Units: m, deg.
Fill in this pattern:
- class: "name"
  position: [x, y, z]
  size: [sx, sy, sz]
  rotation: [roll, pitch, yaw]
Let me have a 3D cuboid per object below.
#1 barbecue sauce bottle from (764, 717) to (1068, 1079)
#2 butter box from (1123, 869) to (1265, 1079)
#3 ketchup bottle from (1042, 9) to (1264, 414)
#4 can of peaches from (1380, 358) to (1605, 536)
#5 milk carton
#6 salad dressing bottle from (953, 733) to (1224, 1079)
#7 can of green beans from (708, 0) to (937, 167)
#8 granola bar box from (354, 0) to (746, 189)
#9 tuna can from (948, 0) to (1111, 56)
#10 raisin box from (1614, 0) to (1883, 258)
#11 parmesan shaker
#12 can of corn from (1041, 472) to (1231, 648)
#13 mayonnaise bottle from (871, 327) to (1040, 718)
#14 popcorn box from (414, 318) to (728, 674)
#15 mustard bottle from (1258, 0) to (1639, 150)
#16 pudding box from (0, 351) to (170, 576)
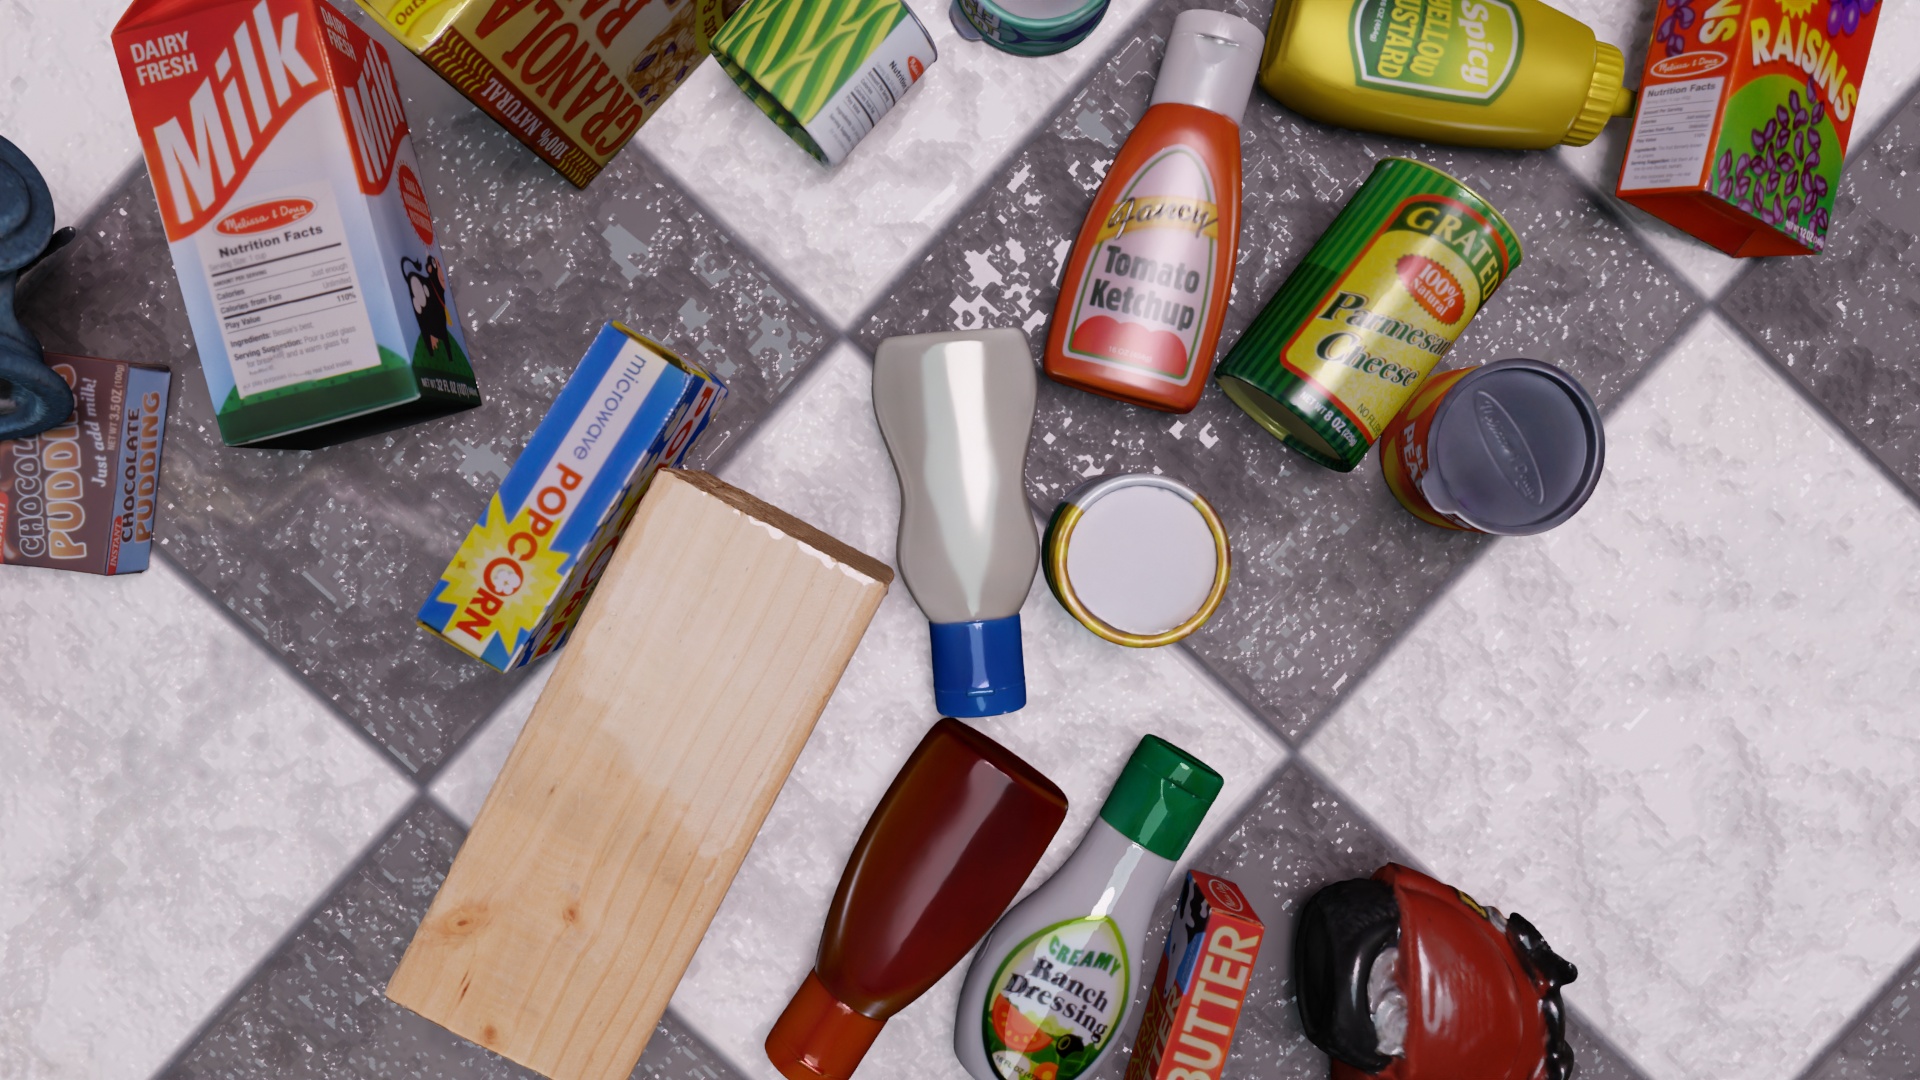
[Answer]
- class: "barbecue sauce bottle"
  position: [-0.022, 0.146, 0.546]
  size: [0.065, 0.043, 0.148]
  rotation: [33, 91, -2]
- class: "butter box"
  position: [0.089, 0.187, 0.545]
  size: [0.024, 0.053, 0.103]
  rotation: [17, 91, 0]
- class: "ketchup bottle"
  position: [0.080, -0.127, 0.539]
  size: [0.065, 0.043, 0.148]
  rotation: [16, 91, 4]
- class: "can of peaches"
  position: [0.201, -0.035, 0.538]
  size: [0.071, 0.058, 0.071]
  rotation: [0, 93, -1]
- class: "milk carton"
  position: [-0.248, -0.134, 0.517]
  size: [0.073, 0.072, 0.190]
  rotation: [-14, 93, -1]
- class: "salad dressing bottle"
  position: [0.052, 0.148, 0.547]
  size: [0.064, 0.044, 0.147]
  rotation: [29, 91, -5]
- class: "can of green beans"
  position: [-0.052, -0.184, 0.523]
  size: [0.071, 0.071, 0.058]
  rotation: [43, 91, -2]
- class: "granola bar box"
  position: [-0.124, -0.194, 0.471]
  size: [0.039, 0.165, 0.124]
  rotation: [43, 91, 0]
- class: "tuna can"
  position: [0.027, -0.224, 0.540]
  size: [0.071, 0.033, 0.071]
  rotation: [0, 92, -2]
- class: "raisin box"
  position: [0.303, -0.179, 0.530]
  size: [0.086, 0.040, 0.123]
  rotation: [12, 92, -31]
- class: "parmesan shaker"
  position: [0.157, -0.083, 0.532]
  size: [0.071, 0.071, 0.103]
  rotation: [38, 91, -2]
- class: "can of corn"
  position: [0.067, 0.009, 0.536]
  size: [0.071, 0.058, 0.071]
  rotation: [0, 92, -1]
- class: "mayonnaise bottle"
  position: [0.002, -0.007, 0.543]
  size: [0.065, 0.041, 0.148]
  rotation: [-5, 93, 0]
- class: "popcorn box"
  position: [-0.140, -0.017, 0.516]
  size: [0.038, 0.085, 0.126]
  rotation: [33, 91, -3]
- class: "mustard bottle"
  position: [0.200, -0.184, 0.538]
  size: [0.160, 0.049, 0.065]
  rotation: [12, 95, -2]
- class: "pudding box"
  position: [-0.342, -0.031, 0.538]
  size: [0.050, 0.030, 0.083]
  rotation: [8, 91, -1]
